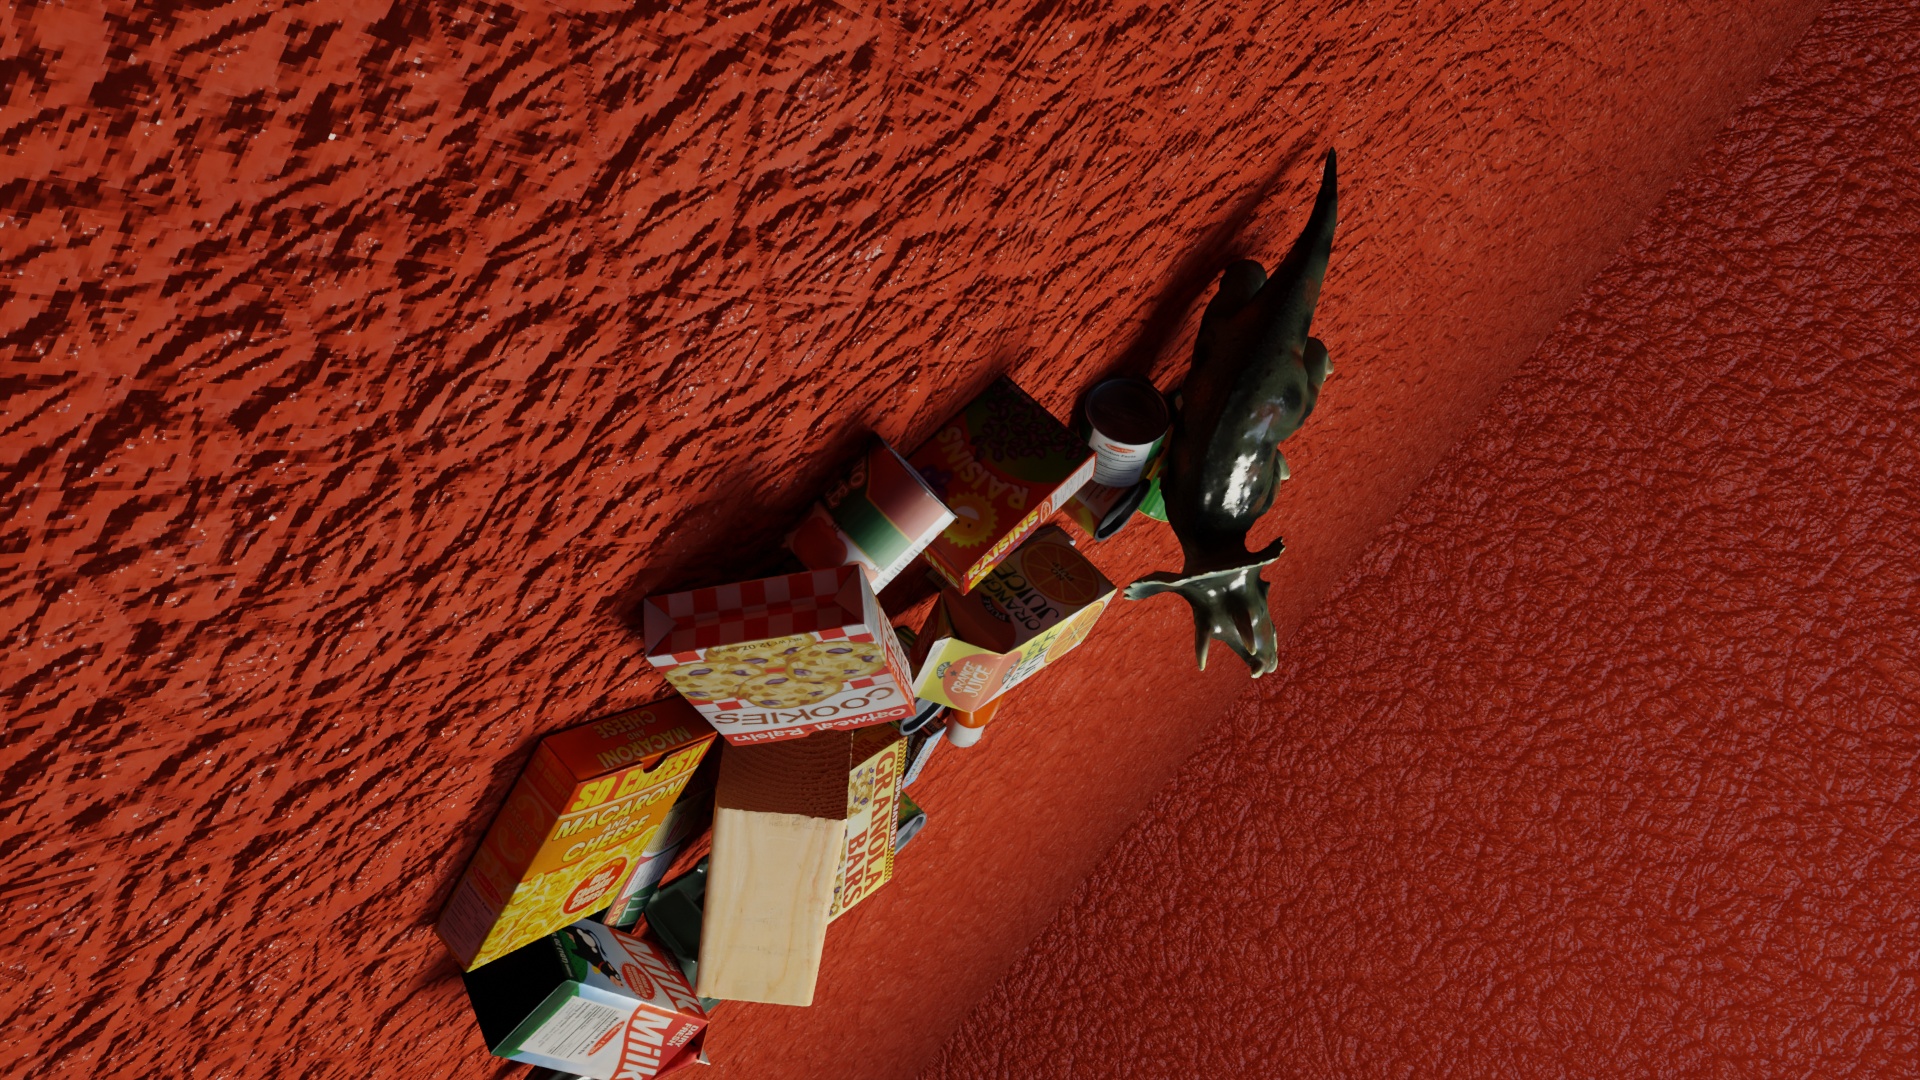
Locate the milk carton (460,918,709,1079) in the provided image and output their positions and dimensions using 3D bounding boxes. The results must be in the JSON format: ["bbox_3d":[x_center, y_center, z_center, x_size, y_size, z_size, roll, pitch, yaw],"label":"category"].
[{"bbox_3d":[-0.247,0.325,0.975,0.073,0.072,0.190,-45,139,2],"label":"milk carton"}]

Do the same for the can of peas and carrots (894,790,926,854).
[{"bbox_3d":[-0.075,0.268,1.347,0.071,0.059,0.070,-41,160,-18],"label":"can of peas and carrots"}]

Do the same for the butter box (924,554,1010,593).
[{"bbox_3d":[0.020,0.004,1.084,0.103,0.024,0.053,-46,162,-4],"label":"butter box"}]

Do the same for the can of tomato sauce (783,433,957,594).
[{"bbox_3d":[-0.055,-0.011,0.831,0.083,0.071,0.071,-44,161,2],"label":"can of tomato sauce"}]

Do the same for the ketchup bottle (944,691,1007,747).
[{"bbox_3d":[0.018,0.146,1.327,0.065,0.043,0.148,-32,156,-35],"label":"ketchup bottle"}]

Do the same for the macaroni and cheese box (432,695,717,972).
[{"bbox_3d":[-0.236,0.180,0.861,0.165,0.040,0.124,-55,160,23],"label":"macaroni and cheese box"}]

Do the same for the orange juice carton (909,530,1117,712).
[{"bbox_3d":[0.030,0.067,1.078,0.193,0.073,0.071,-26,153,-46],"label":"orange juice carton"}]

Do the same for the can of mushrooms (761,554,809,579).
[{"bbox_3d":[-0.102,0.039,0.881,0.071,0.033,0.070,-40,159,-19],"label":"can of mushrooms"}]

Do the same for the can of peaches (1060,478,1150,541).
[{"bbox_3d":[0.113,-0.041,1.141,0.071,0.058,0.071,-41,160,-18],"label":"can of peaches"}]

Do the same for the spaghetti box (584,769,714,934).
[{"bbox_3d":[-0.250,0.260,1.006,0.050,0.029,0.248,-17,145,-55],"label":"spaghetti box"}]

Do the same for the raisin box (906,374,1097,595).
[{"bbox_3d":[0.016,-0.037,0.903,0.124,0.086,0.040,-42,162,-14],"label":"raisin box"}]

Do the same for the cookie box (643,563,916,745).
[{"bbox_3d":[-0.101,0.073,0.826,0.123,0.040,0.166,-9,154,4],"label":"cookie box"}]

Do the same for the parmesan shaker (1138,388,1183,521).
[{"bbox_3d":[0.193,-0.078,1.233,0.071,0.071,0.102,-26,151,-46],"label":"parmesan shaker"}]

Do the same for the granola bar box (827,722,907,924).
[{"bbox_3d":[-0.106,0.251,1.203,0.125,0.039,0.164,-26,133,-45],"label":"granola bar box"}]

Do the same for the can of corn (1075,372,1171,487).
[{"bbox_3d":[0.124,-0.085,1.071,0.071,0.071,0.058,-37,159,-27],"label":"can of corn"}]

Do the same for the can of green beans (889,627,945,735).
[{"bbox_3d":[-0.044,0.112,1.108,0.071,0.058,0.071,-41,159,-19],"label":"can of green beans"}]

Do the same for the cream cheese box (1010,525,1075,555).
[{"bbox_3d":[0.056,0.018,1.186,0.053,0.024,0.104,-55,159,22],"label":"cream cheese box"}]

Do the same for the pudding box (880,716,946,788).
[{"bbox_3d":[-0.052,0.179,1.235,0.030,0.050,0.083,-28,153,-48],"label":"pudding box"}]
